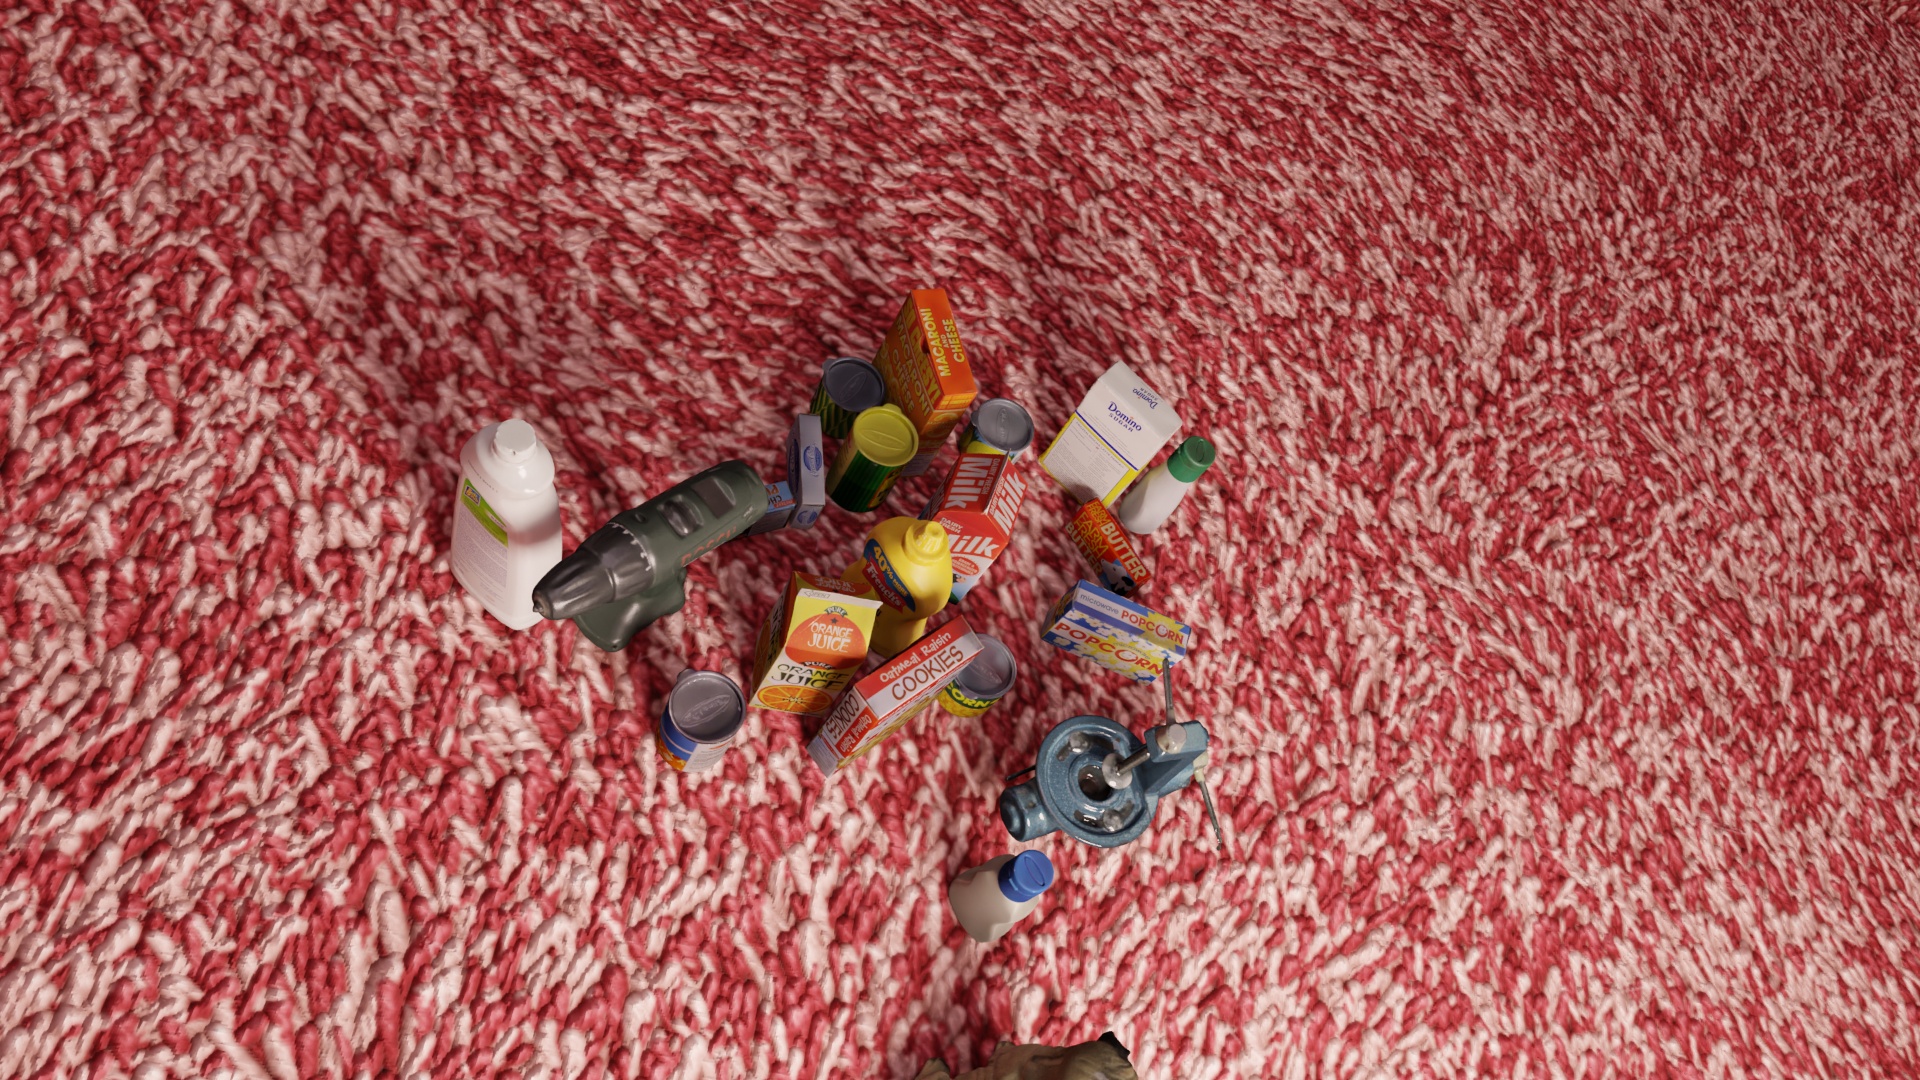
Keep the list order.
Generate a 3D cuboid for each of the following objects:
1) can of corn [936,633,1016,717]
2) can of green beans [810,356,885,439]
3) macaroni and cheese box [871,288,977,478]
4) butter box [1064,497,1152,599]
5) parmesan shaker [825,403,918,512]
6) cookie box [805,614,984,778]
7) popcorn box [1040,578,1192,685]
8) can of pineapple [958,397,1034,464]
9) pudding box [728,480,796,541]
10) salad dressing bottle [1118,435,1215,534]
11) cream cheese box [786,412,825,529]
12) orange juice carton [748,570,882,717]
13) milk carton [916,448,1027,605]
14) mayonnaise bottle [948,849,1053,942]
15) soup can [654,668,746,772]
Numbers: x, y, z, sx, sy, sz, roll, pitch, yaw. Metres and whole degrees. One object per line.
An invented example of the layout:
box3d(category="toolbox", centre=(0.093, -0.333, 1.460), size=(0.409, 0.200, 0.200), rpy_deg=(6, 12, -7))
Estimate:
box3d(category="can of corn", centre=(0.011, 0.132, 1.329), size=(0.071, 0.058, 0.071), rpy_deg=(9, 61, -17))
box3d(category="can of green beans", centre=(-0.116, -0.146, 1.426), size=(0.071, 0.057, 0.071), rpy_deg=(9, 61, -17))
box3d(category="macaroni and cheese box", centre=(-0.044, -0.155, 1.395), size=(0.040, 0.165, 0.124), rpy_deg=(-7, 67, -25))
box3d(category="butter box", centre=(0.154, 0.011, 1.453), size=(0.024, 0.053, 0.103), rpy_deg=(-25, 75, -30))
box3d(category="parmesan shaker", centre=(-0.088, -0.080, 1.376), size=(0.071, 0.102, 0.071), rpy_deg=(9, 61, -17))
box3d(category="cookie box", centre=(-0.061, 0.139, 1.231), size=(0.123, 0.166, 0.040), rpy_deg=(-32, 79, -32))
box3d(category="popcorn box", centre=(0.154, 0.093, 1.391), size=(0.127, 0.084, 0.038), rpy_deg=(24, 58, -9))
box3d(category="can of pineapple", centre=(0.036, -0.109, 1.468), size=(0.071, 0.057, 0.071), rpy_deg=(9, 61, -17))
box3d(category="pudding box", centre=(-0.204, -0.026, 1.332), size=(0.084, 0.049, 0.030), rpy_deg=(-15, 71, -28))
box3d(category="salad dressing bottle", centre=(0.217, -0.058, 1.459), size=(0.044, 0.147, 0.064), rpy_deg=(22, 58, -10))
box3d(category="cream cheese box", centre=(-0.154, -0.068, 1.373), size=(0.024, 0.053, 0.104), rpy_deg=(4, 62, -20))
box3d(category="orange juice carton", centre=(-0.128, 0.086, 1.218), size=(0.072, 0.191, 0.073), rpy_deg=(12, 60, -16))
box3d(category="milk carton", centre=(0.005, -0.017, 1.327), size=(0.073, 0.189, 0.073), rpy_deg=(25, 57, -8))
box3d(category="mayonnaise bottle", centre=(0.037, 0.302, 1.195), size=(0.041, 0.147, 0.065), rpy_deg=(-25, 75, -30))
box3d(category="soup can", centre=(-0.228, 0.156, 1.206), size=(0.071, 0.083, 0.071), rpy_deg=(9, 61, -17))
